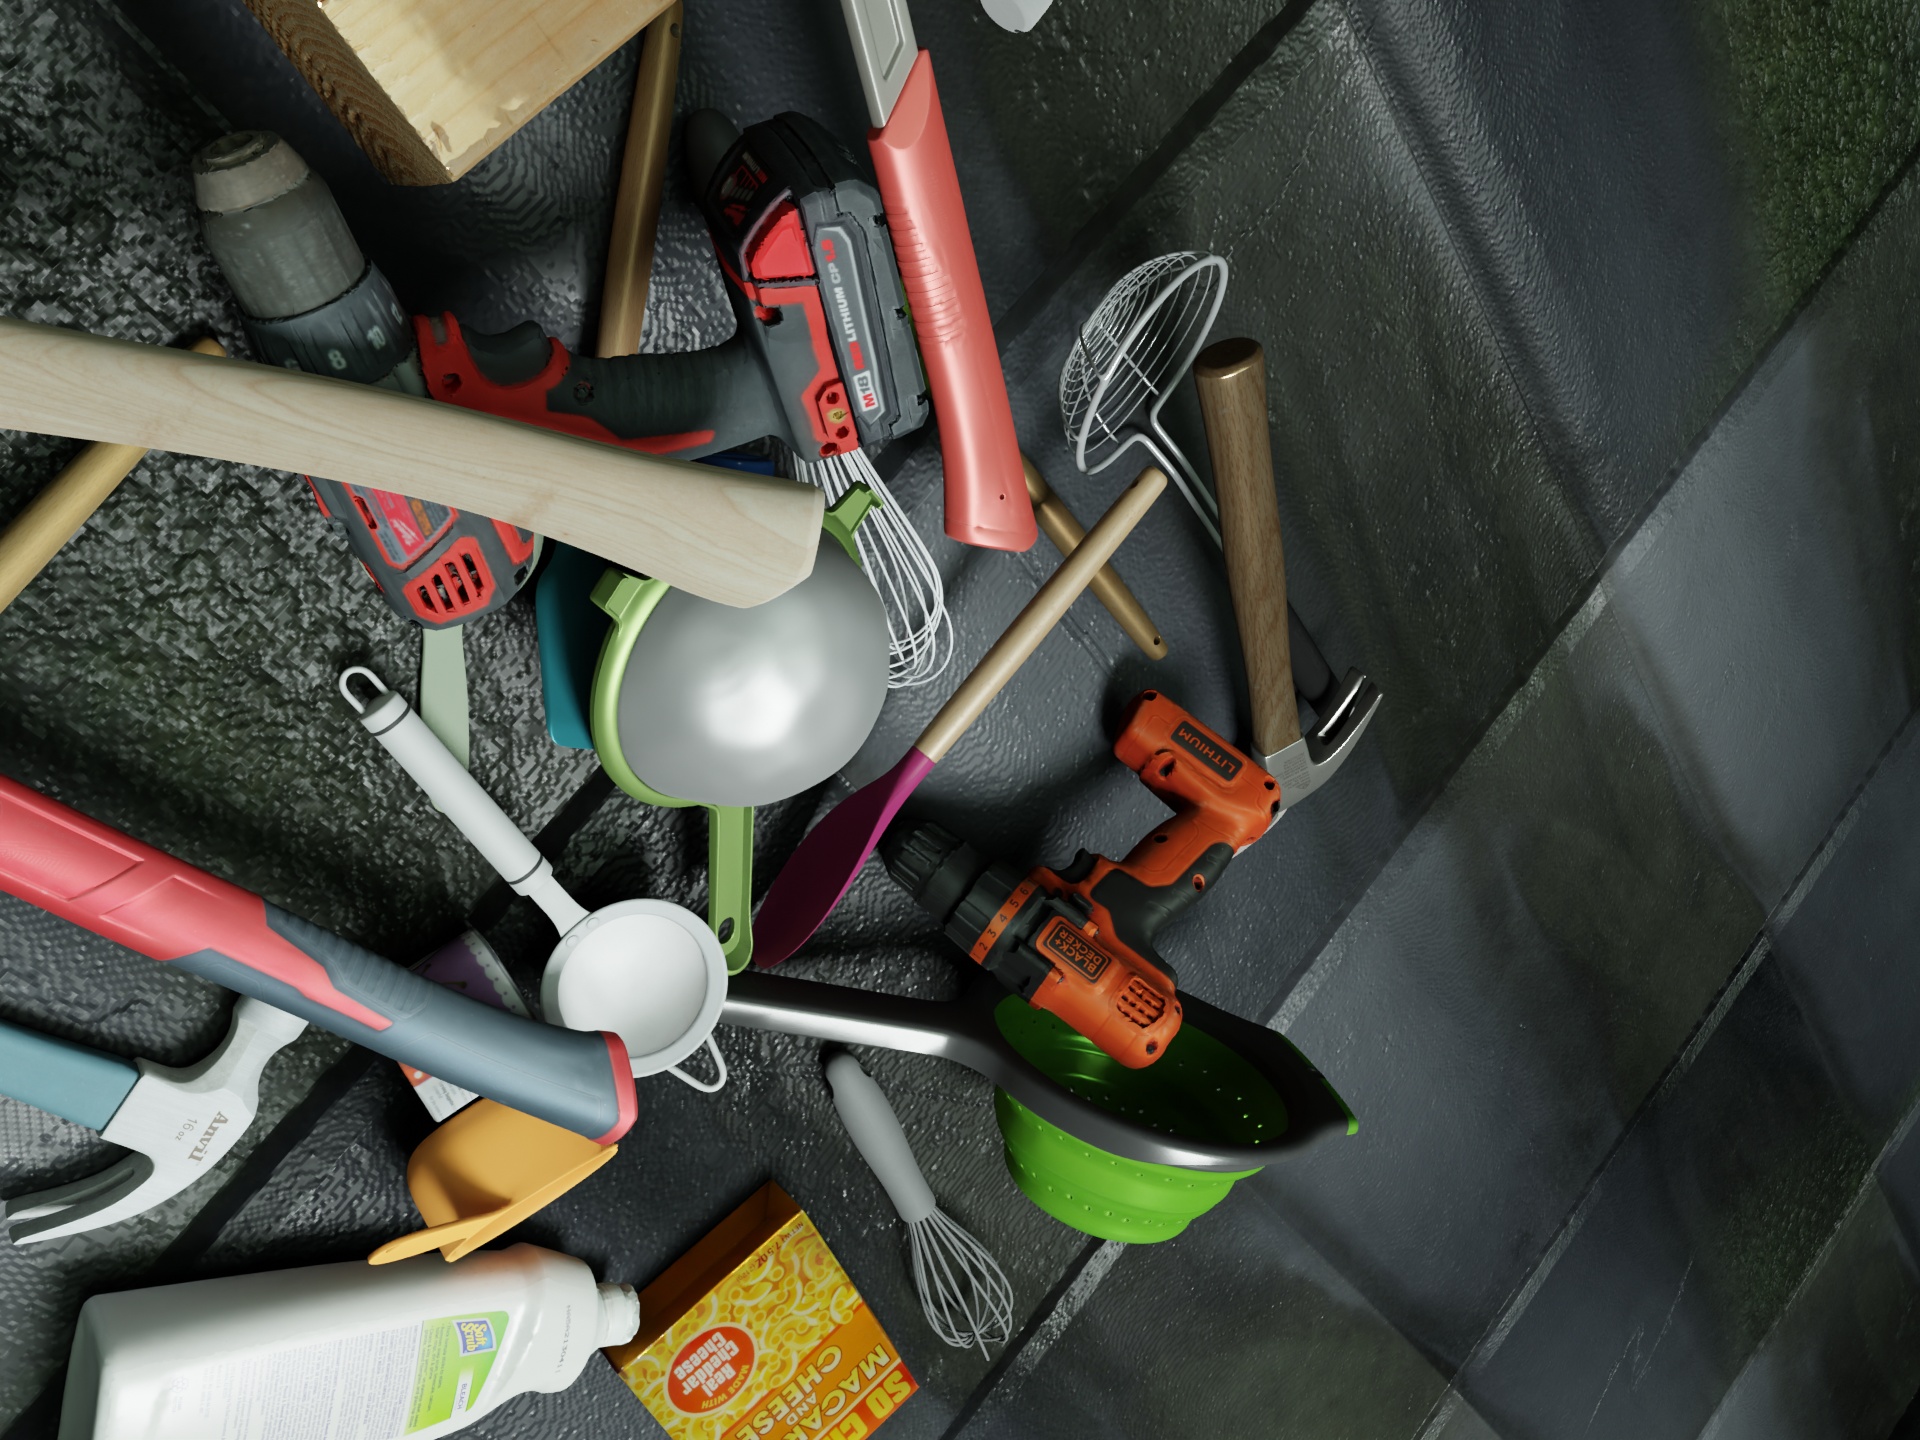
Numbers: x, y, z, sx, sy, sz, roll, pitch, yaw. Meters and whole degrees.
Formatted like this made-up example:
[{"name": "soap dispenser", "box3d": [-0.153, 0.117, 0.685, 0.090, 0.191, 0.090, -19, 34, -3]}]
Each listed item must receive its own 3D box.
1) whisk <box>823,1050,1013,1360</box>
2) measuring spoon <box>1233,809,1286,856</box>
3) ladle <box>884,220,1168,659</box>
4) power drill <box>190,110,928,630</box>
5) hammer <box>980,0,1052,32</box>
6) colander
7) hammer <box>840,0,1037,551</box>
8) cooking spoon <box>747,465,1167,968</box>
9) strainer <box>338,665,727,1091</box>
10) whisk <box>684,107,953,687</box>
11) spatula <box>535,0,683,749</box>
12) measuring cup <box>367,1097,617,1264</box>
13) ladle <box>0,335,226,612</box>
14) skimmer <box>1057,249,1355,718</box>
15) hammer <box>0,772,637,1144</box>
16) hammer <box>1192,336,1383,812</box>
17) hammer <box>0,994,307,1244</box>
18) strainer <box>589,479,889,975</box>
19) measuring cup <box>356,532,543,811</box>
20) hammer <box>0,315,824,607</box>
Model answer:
[{"name": "whisk", "box3d": [-0.025, 0.281, 0.914, 0.055, 0.055, 0.238, -35, 118, -22]}, {"name": "measuring spoon", "box3d": [0.164, 0.078, 1.005, 0.124, 0.018, 0.034, -31, 135, -32]}, {"name": "ladle", "box3d": [0.038, -0.127, 0.818, 0.319, 0.062, 0.078, 46, 70, -39]}, {"name": "power drill", "box3d": [-0.140, -0.147, 0.578, 0.226, 0.080, 0.187, -23, 133, -8]}, {"name": "hammer", "box3d": [-0.026, -0.473, 0.669, 0.334, 0.035, 0.146, 42, 80, -37]}, {"name": "colander", "box3d": [0.013, 0.203, 0.852, 0.397, 0.205, 0.094, 13, 105, -19]}, {"name": "hammer", "box3d": [-0.011, -0.230, 0.669, 0.149, 0.037, 0.358, -36, 131, -24]}, {"name": "cooking spoon", "box3d": [-0.001, -0.003, 0.800, 0.017, 0.069, 0.319, 40, 89, -28]}, {"name": "strainer", "box3d": [-0.187, 0.072, 0.711, 0.087, 0.050, 0.258, -40, 119, -11]}, {"name": "whisk", "box3d": [-0.069, -0.140, 0.741, 0.070, 0.070, 0.284, -31, 116, -24]}, {"name": "spatula", "box3d": [-0.139, -0.147, 0.681, 0.082, 0.044, 0.317, -1, 101, -59]}, {"name": "measuring cup", "box3d": [-0.217, 0.196, 0.690, 0.095, 0.052, 0.173, -36, 167, 5]}, {"name": "ladle", "box3d": [-0.368, -0.020, 0.557, 0.069, 0.031, 0.315, 47, 67, -33]}, {"name": "skimmer", "box3d": [0.165, -0.103, 0.893, 0.127, 0.090, 0.362, -51, 127, -13]}, {"name": "hammer", "box3d": [-0.286, 0.091, 0.589, 0.385, 0.038, 0.143, 37, 72, -33]}, {"name": "hammer", "box3d": [0.168, -0.066, 0.879, 0.130, 0.031, 0.331, -28, 135, -10]}, {"name": "hammer", "box3d": [-0.417, 0.098, 0.581, 0.330, 0.033, 0.128, 37, 82, -38]}, {"name": "strainer", "box3d": [-0.085, 0.028, 0.710, 0.151, 0.069, 0.256, -27, 136, -40]}, {"name": "measuring cup", "box3d": [-0.215, -0.037, 0.675, 0.083, 0.038, 0.167, -6, 106, -34]}, {"name": "hammer", "box3d": [-0.245, -0.109, 0.508, 0.410, 0.038, 0.146, 10, 122, -14]}]
